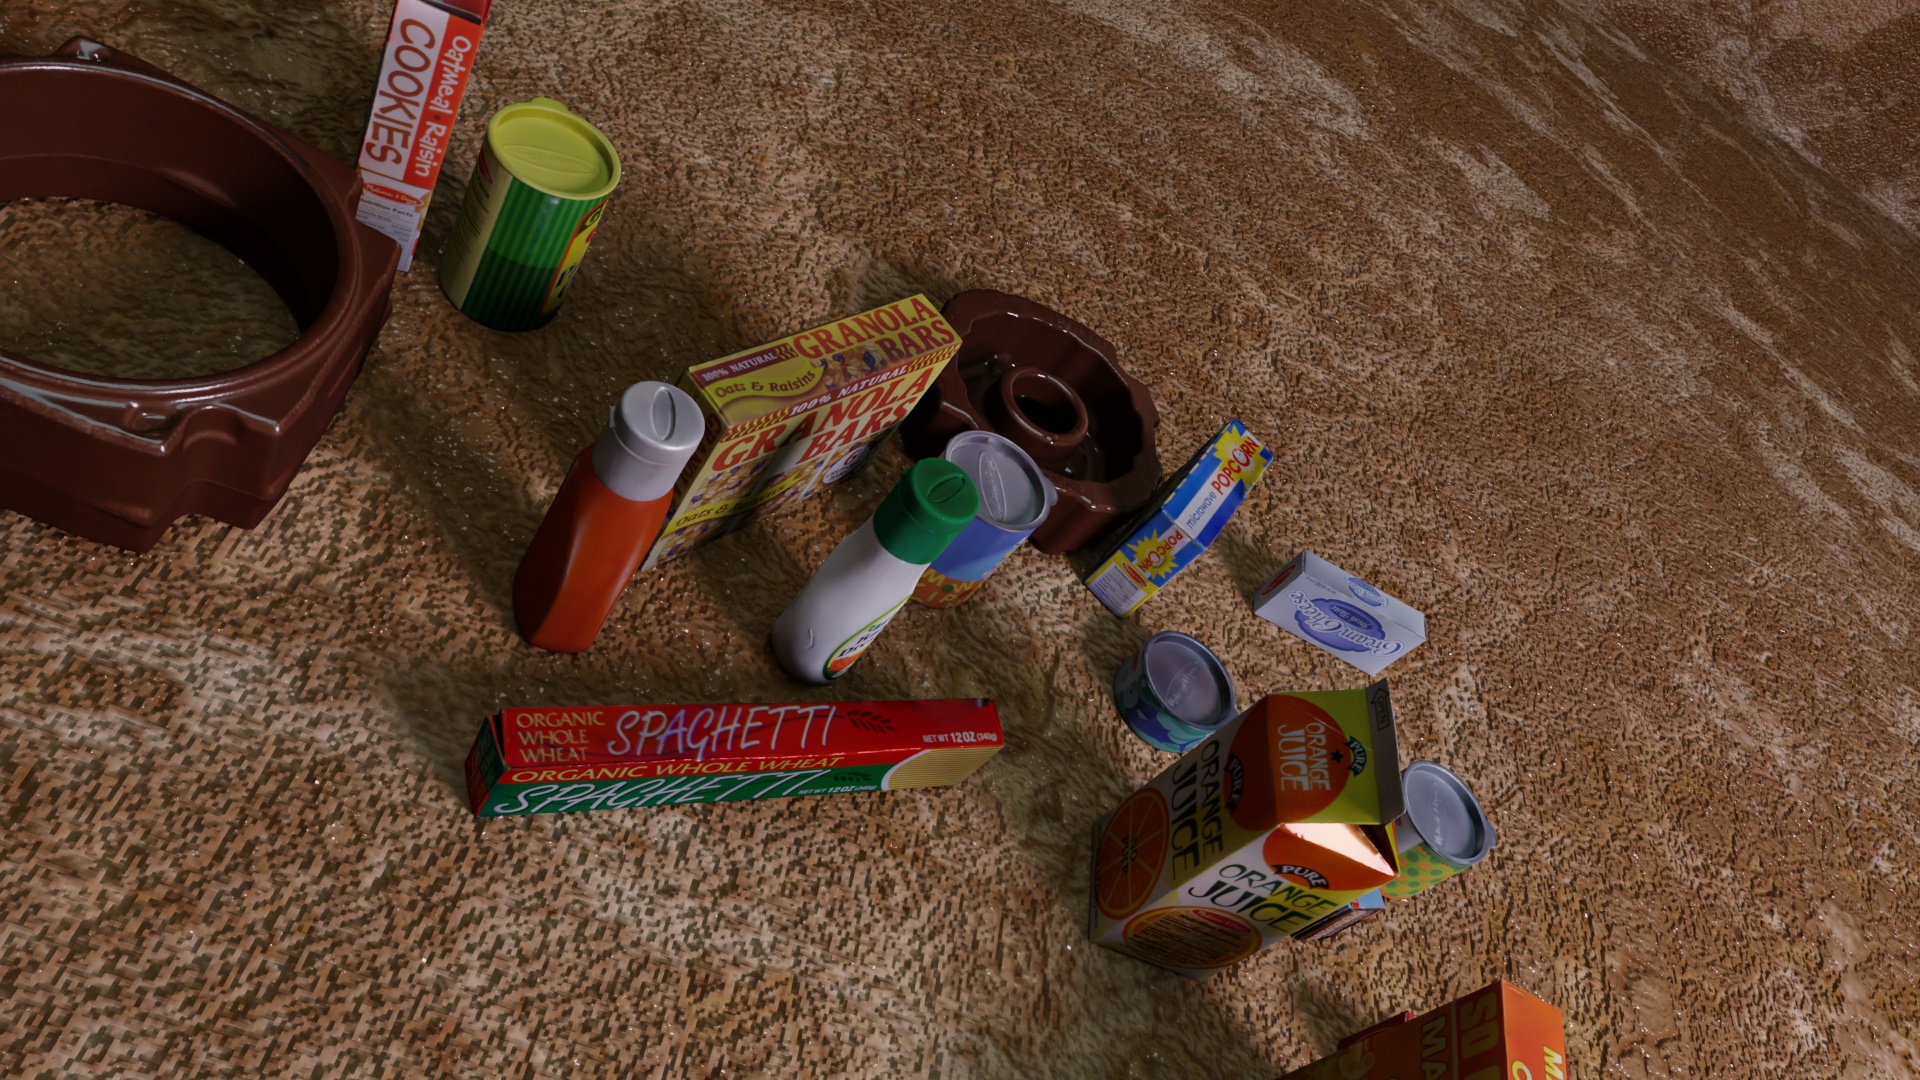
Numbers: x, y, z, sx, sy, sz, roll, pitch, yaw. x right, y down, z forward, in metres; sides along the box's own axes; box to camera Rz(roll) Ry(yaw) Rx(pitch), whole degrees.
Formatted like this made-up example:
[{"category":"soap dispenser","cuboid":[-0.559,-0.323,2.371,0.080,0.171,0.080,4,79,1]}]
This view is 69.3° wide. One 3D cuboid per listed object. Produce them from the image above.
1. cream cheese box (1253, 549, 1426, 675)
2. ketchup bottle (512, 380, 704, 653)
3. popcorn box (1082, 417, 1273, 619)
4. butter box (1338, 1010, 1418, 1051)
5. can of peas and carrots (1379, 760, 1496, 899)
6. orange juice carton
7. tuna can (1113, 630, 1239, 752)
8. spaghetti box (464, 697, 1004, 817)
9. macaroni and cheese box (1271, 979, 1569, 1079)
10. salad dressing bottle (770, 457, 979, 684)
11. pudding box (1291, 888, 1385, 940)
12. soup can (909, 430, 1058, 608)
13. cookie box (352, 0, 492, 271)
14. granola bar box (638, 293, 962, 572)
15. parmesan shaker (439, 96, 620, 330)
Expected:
[{"category":"cream cheese box","cuboid":[0.251,0.049,0.922,0.104,0.053,0.024,27,45,-15]},{"category":"ketchup bottle","cuboid":[-0.157,-0.011,0.613,0.043,0.148,0.065,13,50,-28]},{"category":"popcorn box","cuboid":[0.137,-0.014,0.869,0.038,0.084,0.127,43,43,2]},{"category":"butter box","cuboid":[0.256,0.289,0.733,0.103,0.053,0.024,33,44,-9]},{"category":"can of peas and carrots","cuboid":[0.272,0.175,0.832,0.071,0.058,0.071,19,48,-22]},{"category":"orange juice carton","cuboid":[0.145,0.140,0.672,0.073,0.191,0.072,24,46,-18]},{"category":"tuna can","cuboid":[0.127,0.091,0.816,0.071,0.032,0.071,19,48,-22]},{"category":"spaghetti box","cuboid":[-0.095,0.098,0.641,0.250,0.050,0.029,3,55,-34]},{"category":"macaroni and cheese box","cuboid":[0.195,0.282,0.613,0.040,0.165,0.124,30,44,-12]},{"category":"salad dressing bottle","cuboid":[-0.042,0.016,0.672,0.044,0.147,0.064,47,43,6]},{"category":"pudding box","cuboid":[0.201,0.177,0.786,0.030,0.049,0.084,8,53,-31]},{"category":"soup can","cuboid":[0.003,-0.010,0.771,0.071,0.083,0.072,19,48,-22]},{"category":"cookie box","cuboid":[-0.271,-0.238,0.701,0.040,0.166,0.123,14,50,-26]},{"category":"granola bar box","cuboid":[-0.091,-0.058,0.715,0.166,0.123,0.039,-28,75,-45]},{"category":"parmesan shaker","cuboid":[-0.225,-0.168,0.723,0.071,0.102,0.072,19,48,-22]}]
